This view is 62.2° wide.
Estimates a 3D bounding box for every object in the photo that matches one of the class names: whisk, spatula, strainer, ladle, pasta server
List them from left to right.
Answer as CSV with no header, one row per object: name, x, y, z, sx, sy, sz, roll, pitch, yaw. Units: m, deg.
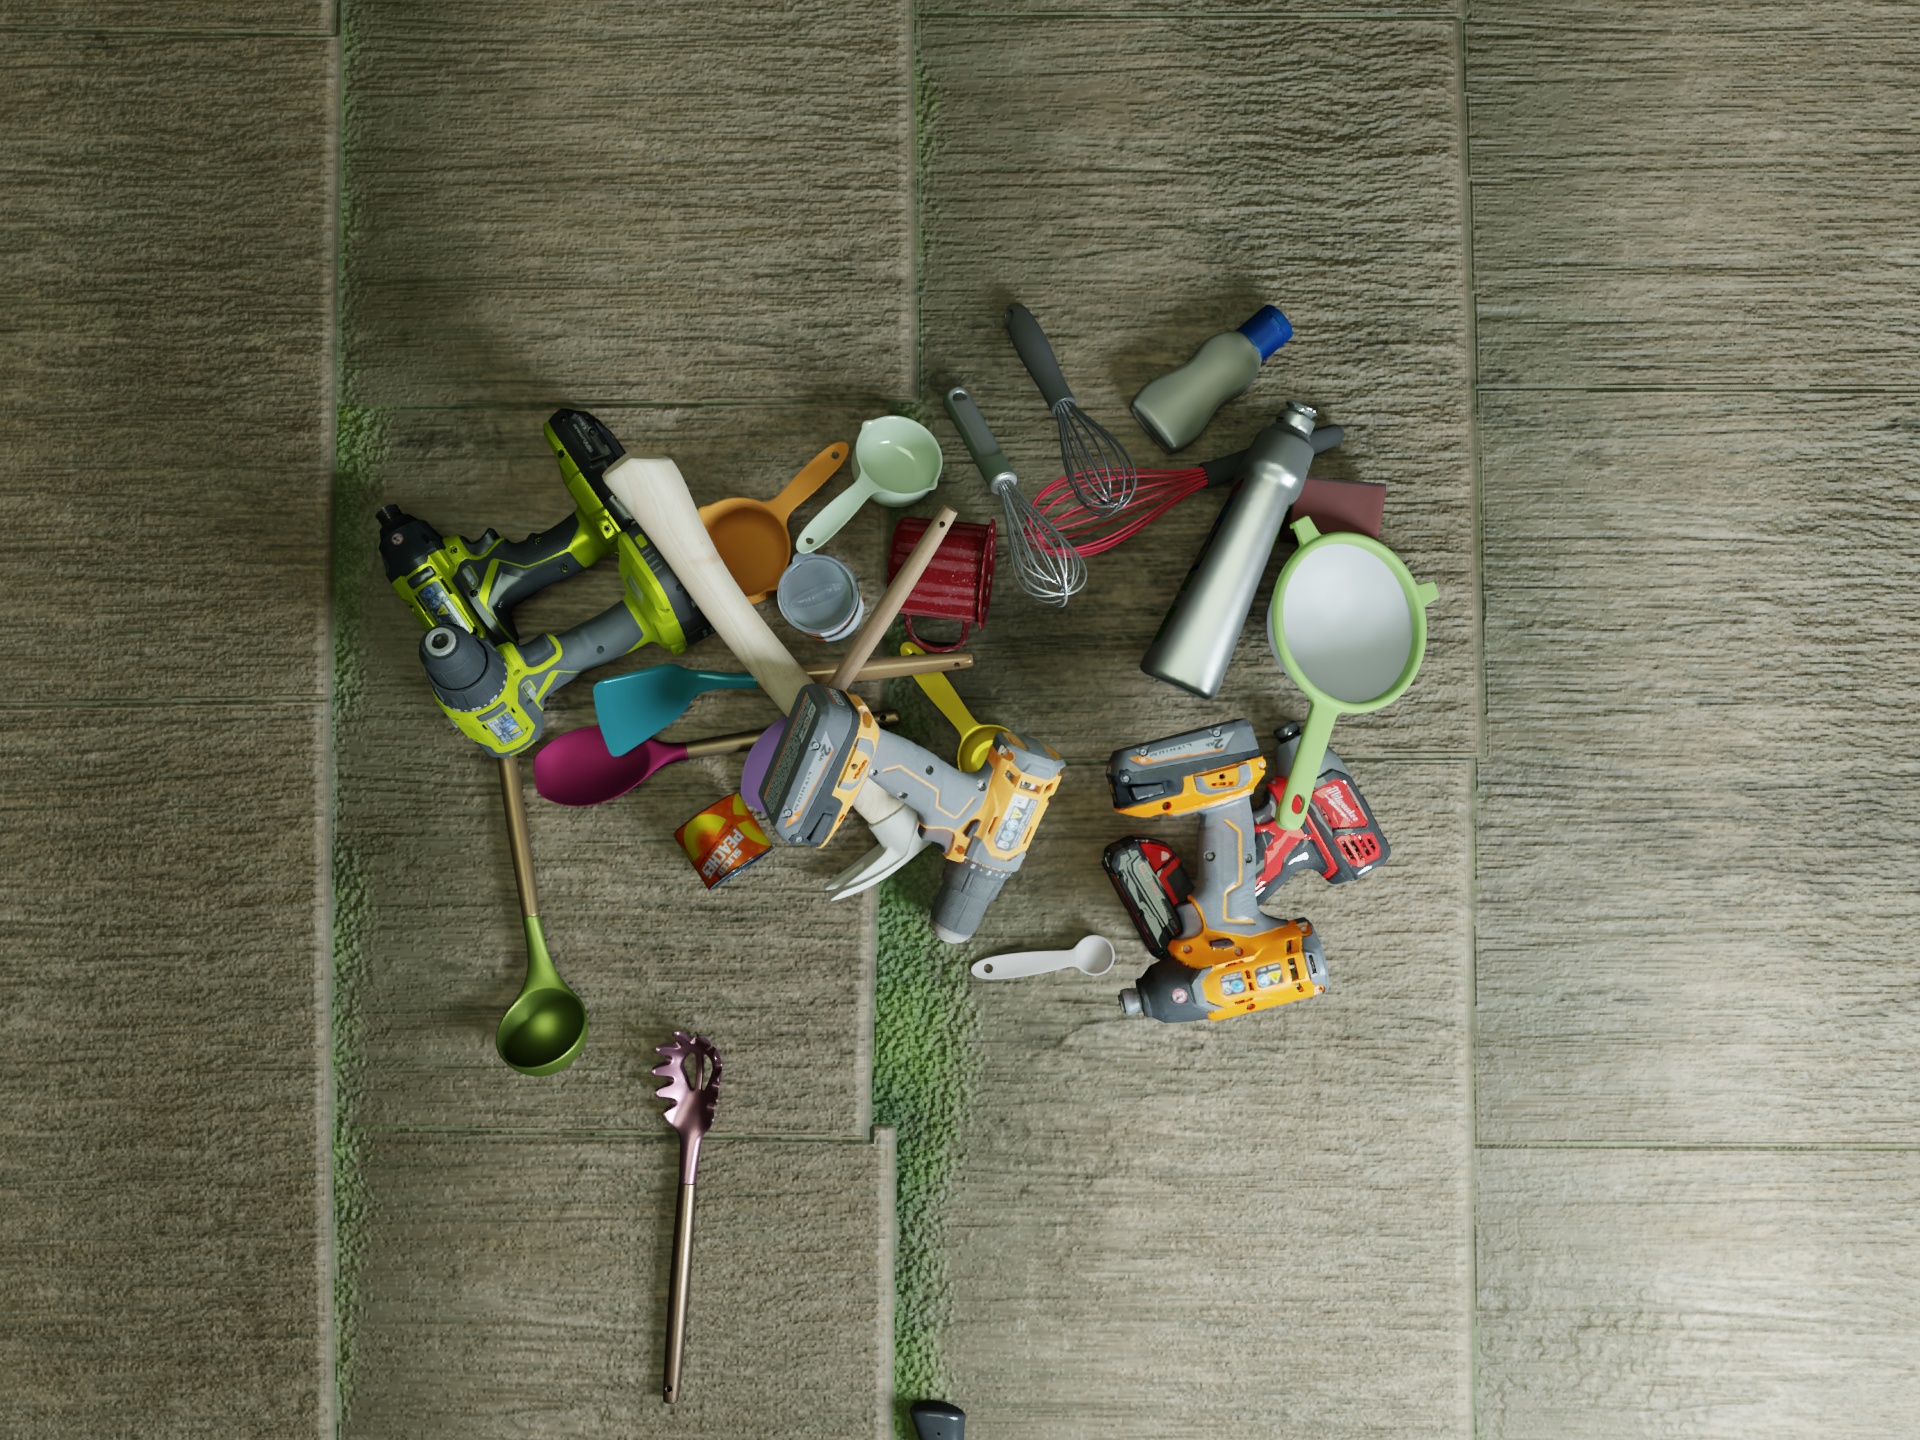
ladle,-0.372,0.140,1.350,0.078,0.062,0.320,-10,85,1
pasta server,-0.236,0.419,1.345,0.060,0.040,0.316,4,89,13
spatula,-0.146,-0.029,1.348,0.317,0.044,0.082,-6,130,-2
spatula,-0.093,-0.047,1.322,0.059,0.018,0.316,32,109,-9
whisk,0.039,-0.192,1.322,0.058,0.059,0.247,-18,59,-13
whisk,0.087,-0.266,1.332,0.055,0.055,0.239,-23,62,0
whisk,0.190,-0.204,1.359,0.296,0.073,0.073,-18,87,-5
strainer,0.294,-0.030,1.324,0.151,0.069,0.256,23,78,-19

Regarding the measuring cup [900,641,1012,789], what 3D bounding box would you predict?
measuring cup,-0.002,-0.004,1.372,0.062,0.029,0.157,-37,76,-2

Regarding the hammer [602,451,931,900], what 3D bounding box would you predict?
hammer,-0.156,-0.036,1.277,0.146,0.038,0.410,-37,114,-2

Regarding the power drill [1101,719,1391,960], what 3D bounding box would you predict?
power drill,0.237,0.103,1.337,0.219,0.078,0.143,-28,88,-3

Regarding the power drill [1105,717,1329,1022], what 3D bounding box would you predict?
power drill,0.184,0.125,1.255,0.164,0.084,0.226,-15,89,0

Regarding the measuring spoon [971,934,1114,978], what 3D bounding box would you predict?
measuring spoon,0.071,0.206,1.365,0.124,0.018,0.034,-8,88,7

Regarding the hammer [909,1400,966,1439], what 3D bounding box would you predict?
hammer,0.025,0.772,1.328,0.149,0.036,0.409,-16,87,1

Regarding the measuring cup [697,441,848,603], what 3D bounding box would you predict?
measuring cup,-0.159,-0.172,1.366,0.095,0.052,0.173,44,81,2

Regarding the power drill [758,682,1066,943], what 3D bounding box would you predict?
power drill,-0.046,0.079,1.288,0.226,0.084,0.185,17,105,-24

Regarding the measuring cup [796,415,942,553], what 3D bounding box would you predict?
measuring cup,-0.084,-0.189,1.343,0.083,0.038,0.167,42,65,1

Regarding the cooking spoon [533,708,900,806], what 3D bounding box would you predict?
cooking spoon,-0.210,0.022,1.371,0.319,0.017,0.069,-9,77,0

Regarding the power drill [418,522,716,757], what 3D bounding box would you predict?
power drill,-0.320,-0.069,1.287,0.228,0.190,0.080,-32,73,-11

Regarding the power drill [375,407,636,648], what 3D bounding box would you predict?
power drill,-0.377,-0.158,1.354,0.223,0.080,0.171,-35,88,2
